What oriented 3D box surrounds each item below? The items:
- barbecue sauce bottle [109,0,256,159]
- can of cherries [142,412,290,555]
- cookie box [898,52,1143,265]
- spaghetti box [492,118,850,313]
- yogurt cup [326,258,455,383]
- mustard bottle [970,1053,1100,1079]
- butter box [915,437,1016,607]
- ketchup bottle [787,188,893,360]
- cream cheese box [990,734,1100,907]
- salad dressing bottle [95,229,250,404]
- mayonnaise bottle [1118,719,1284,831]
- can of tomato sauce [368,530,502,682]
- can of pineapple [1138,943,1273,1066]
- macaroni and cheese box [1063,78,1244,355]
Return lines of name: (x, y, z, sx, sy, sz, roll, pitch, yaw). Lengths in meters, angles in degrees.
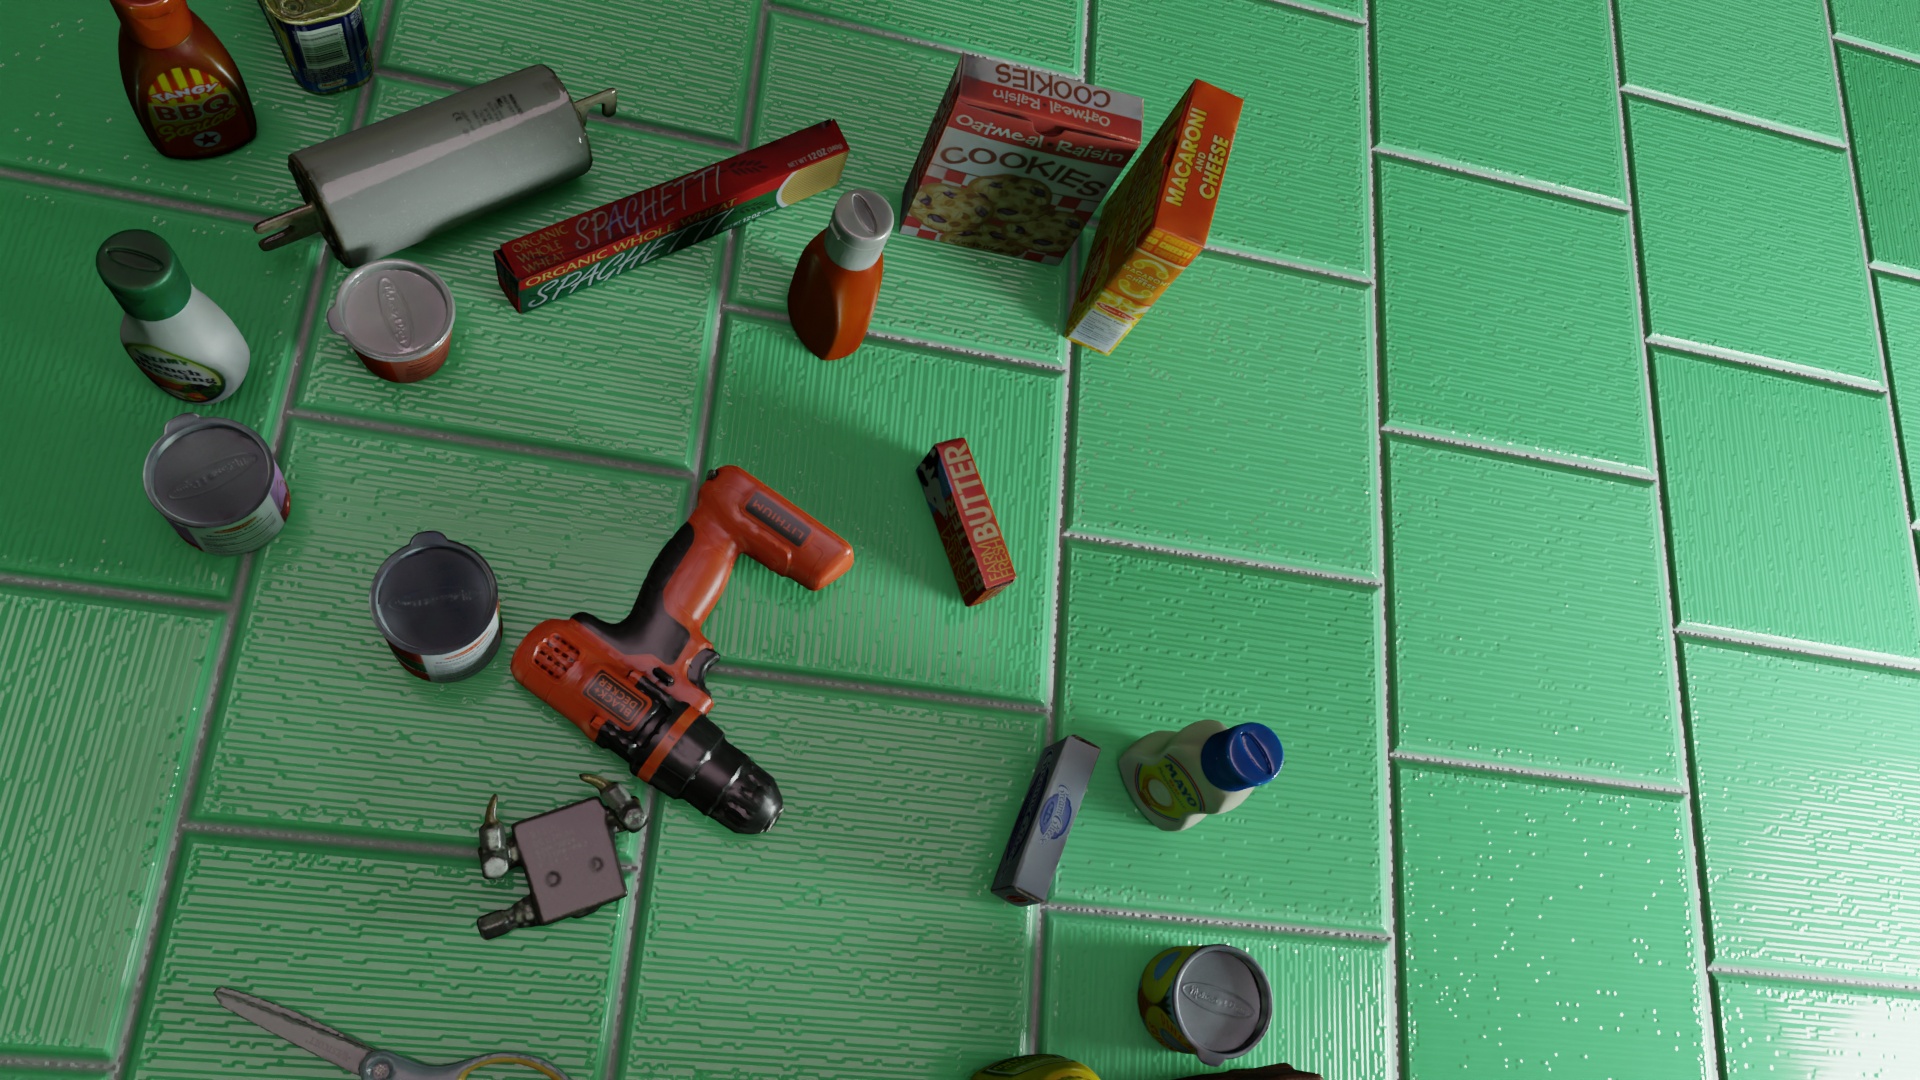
barbecue sauce bottle: (-0.464, -0.283, 0.820, 0.065, 0.148, 0.044, -21, 80, -21)
can of cherries: (-0.426, -0.032, 0.798, 0.071, 0.058, 0.071, 5, 72, -14)
cookie box: (0.037, -0.252, 0.942, 0.123, 0.167, 0.040, 9, 71, -13)
spaghetti box: (-0.189, -0.219, 0.931, 0.251, 0.050, 0.029, -28, 82, -22)
yogurt cup: (-0.346, -0.132, 0.856, 0.072, 0.053, 0.072, 5, 72, -14)
mustard bottle: (0.051, 0.313, 0.766, 0.065, 0.159, 0.049, -7, 75, -18)
butter box: (0.003, -0.011, 0.917, 0.024, 0.053, 0.103, -16, 78, -20)
ketchup bottle: (-0.077, -0.172, 0.894, 0.044, 0.148, 0.065, -24, 81, -21)
cream cheese box: (0.053, 0.175, 0.870, 0.024, 0.053, 0.104, 26, 68, -6)
salad dressing bottle: (-0.441, -0.123, 0.775, 0.064, 0.147, 0.044, 16, 69, -10)
mayonnaise bottle: (0.148, 0.141, 0.856, 0.041, 0.147, 0.065, -30, 83, -22)
can of tomato sauce: (-0.299, 0.040, 0.797, 0.071, 0.082, 0.071, 5, 72, -14)
can of pineapple: (0.149, 0.286, 0.859, 0.071, 0.057, 0.071, 5, 72, -14)
macaroni and cheese box: (0.130, -0.218, 0.958, 0.040, 0.166, 0.124, 21, 68, -9)
